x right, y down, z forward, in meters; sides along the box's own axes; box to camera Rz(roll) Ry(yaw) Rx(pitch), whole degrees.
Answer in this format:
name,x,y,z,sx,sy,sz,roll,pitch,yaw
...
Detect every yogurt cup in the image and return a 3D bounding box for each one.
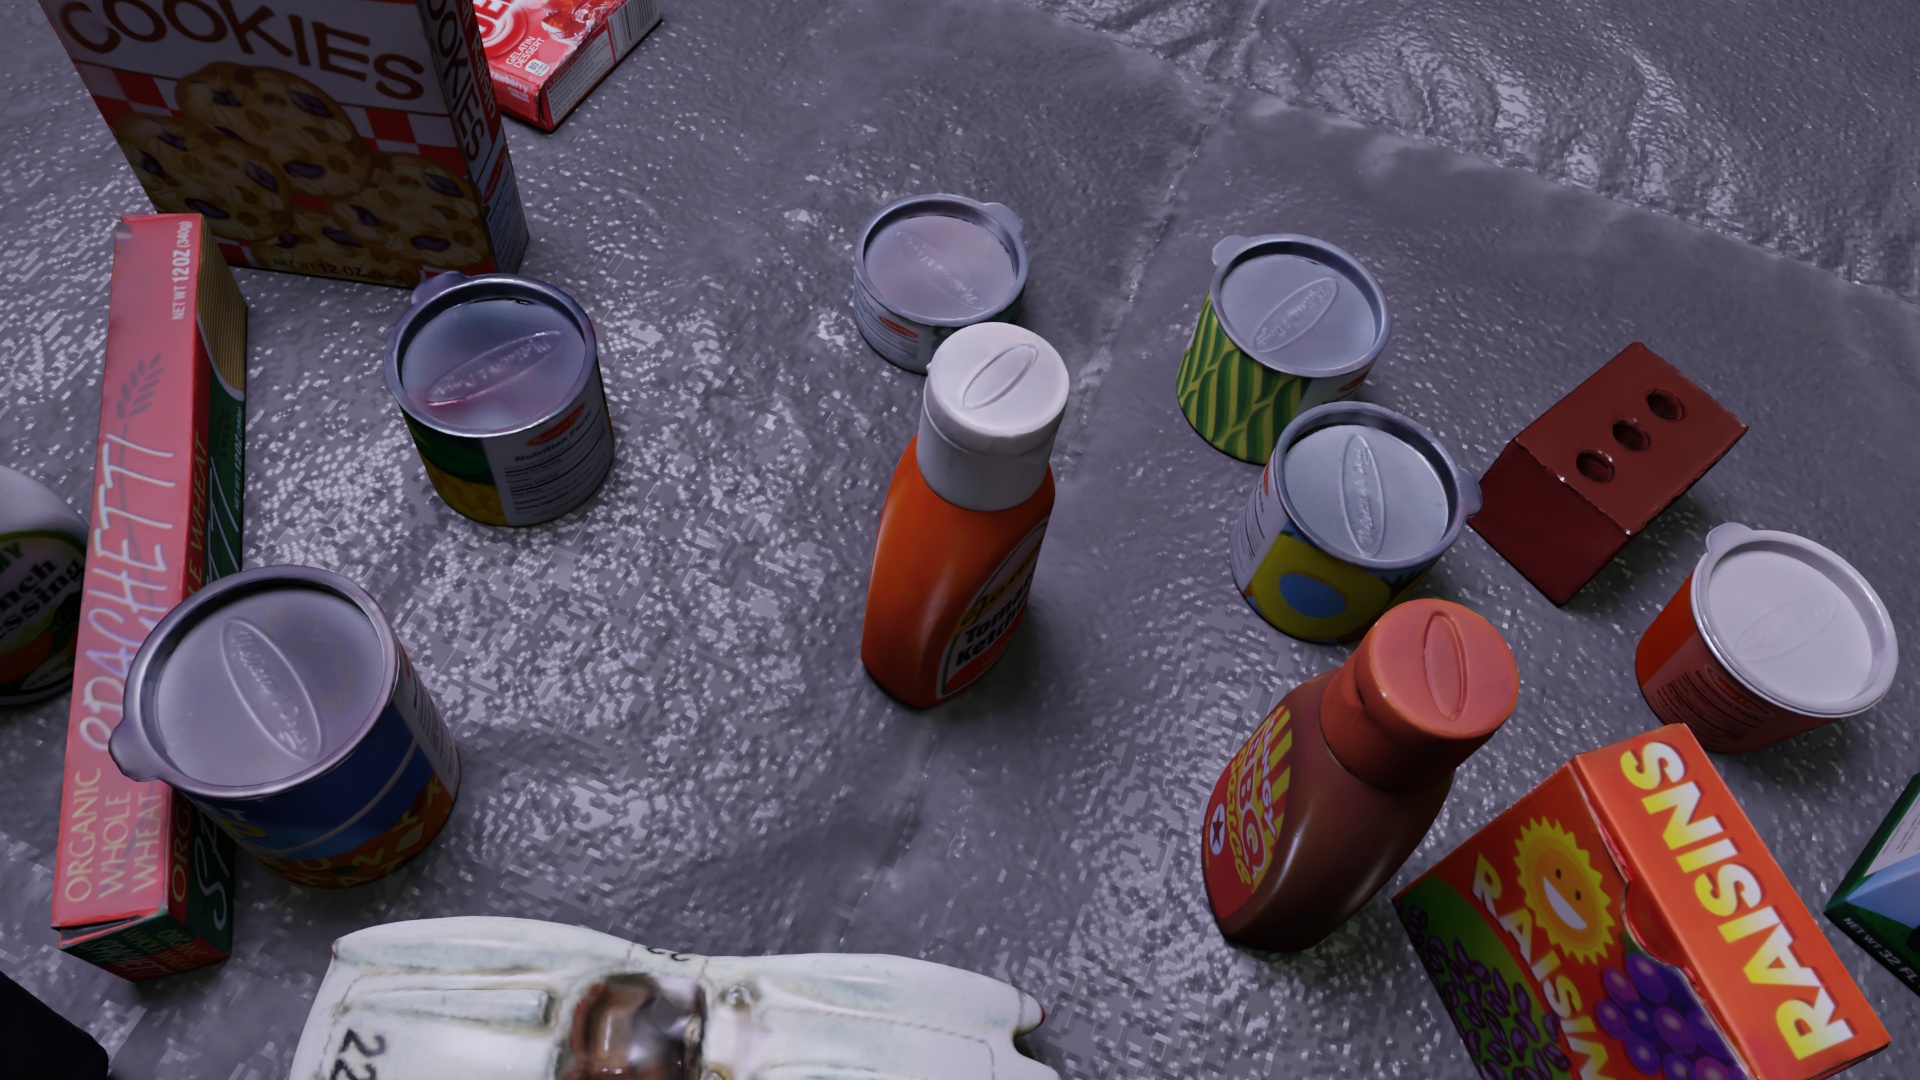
name,x,y,z,sx,sy,sz,roll,pitch,yaw
yogurt cup,0.271,0.038,0.475,0.072,0.053,0.073,3,59,-5

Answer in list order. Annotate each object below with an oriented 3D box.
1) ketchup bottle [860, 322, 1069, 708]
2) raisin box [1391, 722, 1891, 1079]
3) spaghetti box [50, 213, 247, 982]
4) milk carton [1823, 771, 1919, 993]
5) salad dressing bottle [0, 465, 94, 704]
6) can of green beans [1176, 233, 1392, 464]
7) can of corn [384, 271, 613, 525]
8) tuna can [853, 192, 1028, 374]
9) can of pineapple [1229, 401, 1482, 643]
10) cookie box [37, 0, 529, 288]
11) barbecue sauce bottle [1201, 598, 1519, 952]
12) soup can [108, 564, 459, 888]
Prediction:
name,x,y,z,sx,sy,sz,roll,pitch,yaw
ketchup bottle,0.001,-0.005,0.413,0.043,0.148,0.065,37,63,15
raisin box,0.174,0.114,0.379,0.040,0.122,0.086,-14,62,-14
spaghetti box,-0.247,0.007,0.433,0.029,0.050,0.251,-8,61,-12
milk carton,0.342,0.079,0.381,0.074,0.189,0.072,-38,71,-24
salad dressing bottle,-0.285,-0.005,0.379,0.044,0.147,0.064,36,62,14
can of green beans,0.119,-0.071,0.519,0.071,0.057,0.071,3,59,-5
can of corn,-0.155,-0.048,0.472,0.071,0.058,0.071,3,59,-5
tuna can,-0.007,-0.100,0.536,0.071,0.032,0.071,3,59,-5
can of pineapple,0.134,-0.004,0.482,0.071,0.057,0.071,3,59,-5
cookie box,-0.223,-0.154,0.463,0.123,0.166,0.040,8,59,-2
barbecue sauce bottle,0.105,0.066,0.384,0.044,0.147,0.065,8,59,-2
soup can,-0.186,0.056,0.392,0.071,0.083,0.071,3,59,-5
